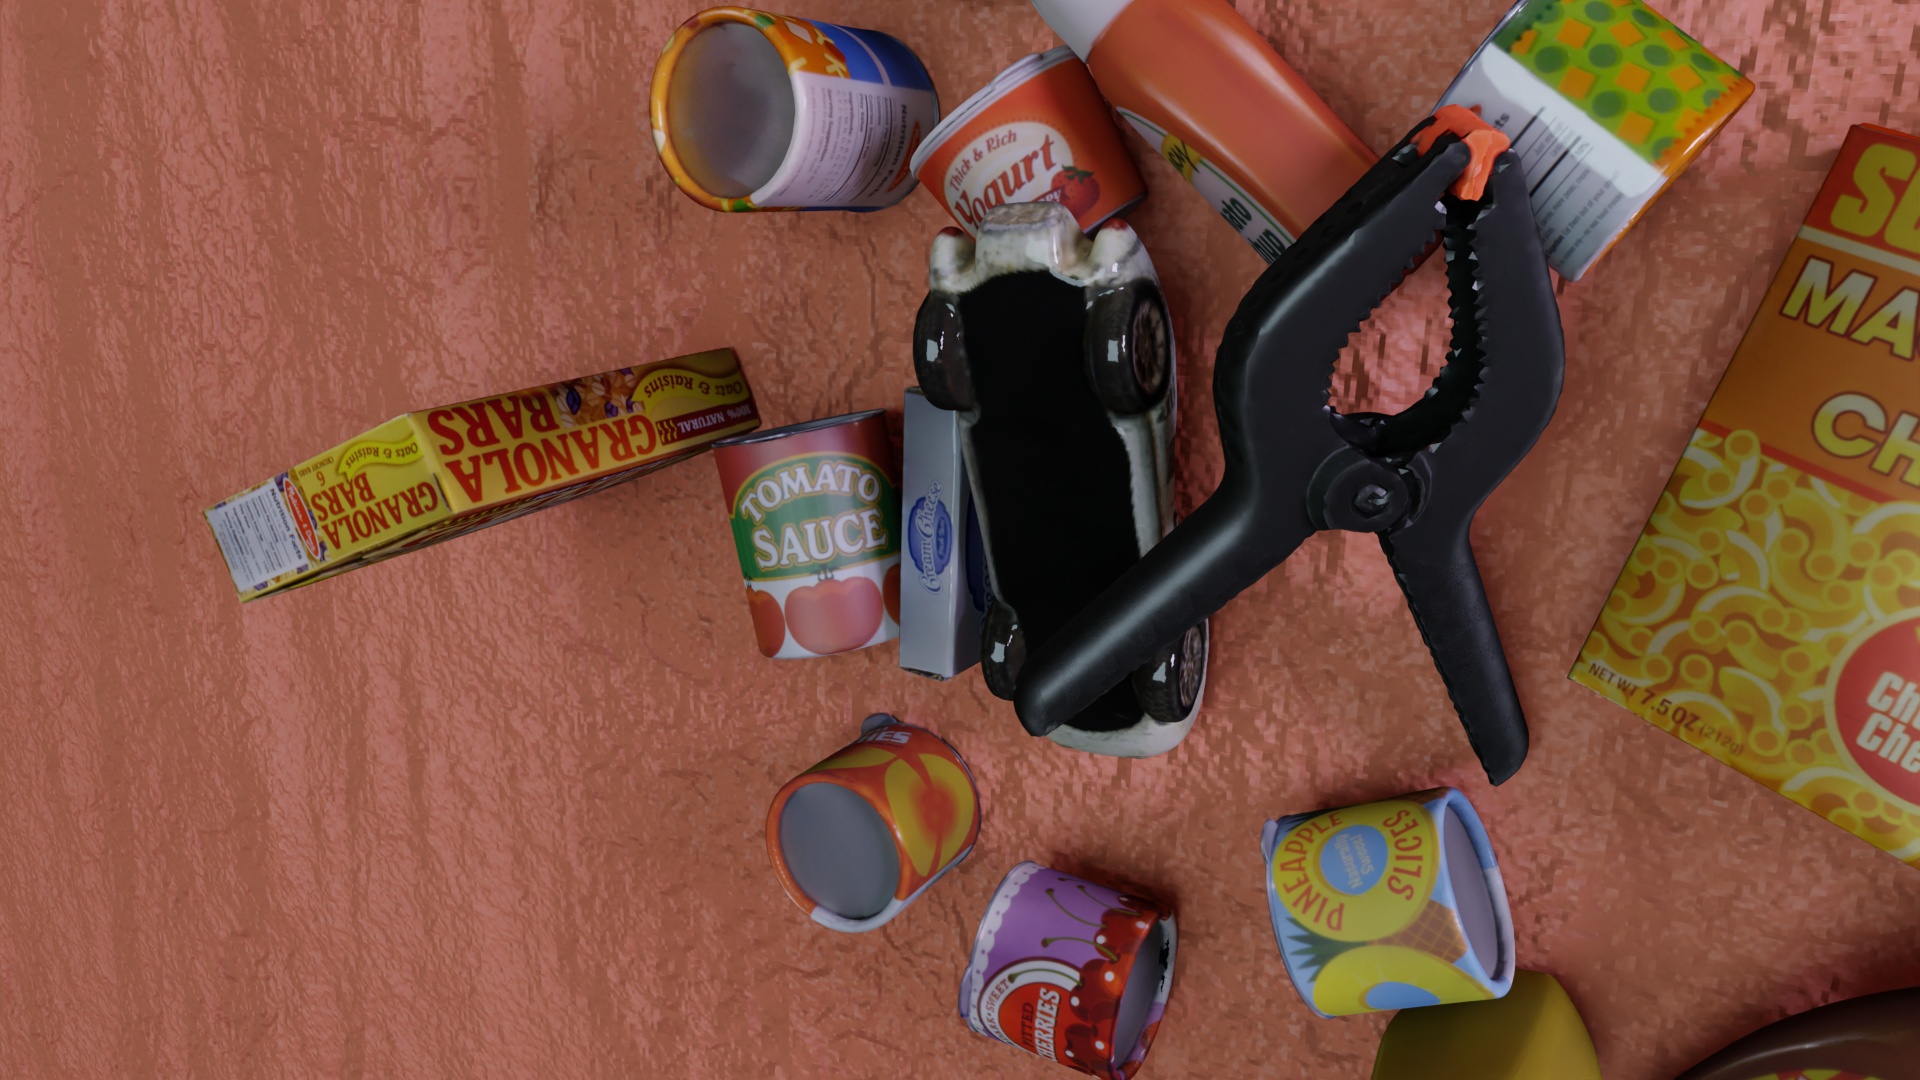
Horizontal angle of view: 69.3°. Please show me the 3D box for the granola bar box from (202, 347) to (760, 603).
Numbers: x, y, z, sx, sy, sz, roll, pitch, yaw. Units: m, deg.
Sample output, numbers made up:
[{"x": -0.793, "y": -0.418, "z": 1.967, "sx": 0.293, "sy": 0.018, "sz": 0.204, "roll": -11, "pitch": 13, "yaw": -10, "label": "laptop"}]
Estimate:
[{"x": -0.175, "y": -0.028, "z": 0.533, "sx": 0.124, "sy": 0.166, "sz": 0.039, "roll": -17, "pitch": 96, "yaw": 31, "label": "granola bar box"}]

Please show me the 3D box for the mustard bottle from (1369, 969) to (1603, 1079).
[{"x": 0.146, "y": 0.183, "z": 0.404, "sx": 0.065, "sy": 0.161, "sz": 0.049, "roll": -24, "pitch": 91, "yaw": 33, "label": "mustard bottle"}]

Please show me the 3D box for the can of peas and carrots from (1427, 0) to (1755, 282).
[{"x": 0.170, "y": -0.115, "z": 0.379, "sx": 0.059, "sy": 0.071, "sz": 0.070, "roll": 44, "pitch": 119, "yaw": 13, "label": "can of peas and carrots"}]

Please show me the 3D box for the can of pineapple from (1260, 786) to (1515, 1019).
[{"x": 0.138, "y": 0.116, "z": 0.447, "sx": 0.057, "sy": 0.071, "sz": 0.071, "roll": -20, "pitch": 92, "yaw": 30, "label": "can of pineapple"}]

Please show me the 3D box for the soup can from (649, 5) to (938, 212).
[{"x": -0.059, "y": -0.150, "z": 0.487, "sx": 0.071, "sy": 0.084, "sz": 0.071, "roll": 7, "pitch": 105, "yaw": 28, "label": "soup can"}]

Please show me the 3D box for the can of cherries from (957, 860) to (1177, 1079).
[{"x": 0.041, "y": 0.160, "z": 0.510, "sx": 0.058, "sy": 0.072, "sz": 0.071, "roll": 13, "pitch": 108, "yaw": 26, "label": "can of cherries"}]

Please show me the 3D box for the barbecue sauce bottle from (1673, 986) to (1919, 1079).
[{"x": 0.255, "y": 0.154, "z": 0.379, "sx": 0.065, "sy": 0.044, "sz": 0.147, "roll": 55, "pitch": 141, "yaw": 28, "label": "barbecue sauce bottle"}]

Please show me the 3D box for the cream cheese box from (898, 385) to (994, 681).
[{"x": 0.002, "y": -0.006, "z": 0.504, "sx": 0.024, "sy": 0.053, "sz": 0.103, "roll": 10, "pitch": 106, "yaw": 30, "label": "cream cheese box"}]

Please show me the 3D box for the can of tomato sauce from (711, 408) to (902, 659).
[{"x": -0.053, "y": -0.003, "z": 0.525, "sx": 0.071, "sy": 0.071, "sz": 0.083, "roll": -7, "pitch": 99, "yaw": 30, "label": "can of tomato sauce"}]

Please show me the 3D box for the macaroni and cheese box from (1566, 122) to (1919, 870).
[{"x": 0.254, "y": -0.007, "z": 0.354, "sx": 0.124, "sy": 0.040, "sz": 0.165, "roll": 33, "pitch": 116, "yaw": 35, "label": "macaroni and cheese box"}]

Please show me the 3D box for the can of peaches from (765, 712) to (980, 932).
[{"x": -0.035, "y": 0.110, "z": 0.549, "sx": 0.071, "sy": 0.058, "sz": 0.071, "roll": 7, "pitch": 106, "yaw": 28, "label": "can of peaches"}]

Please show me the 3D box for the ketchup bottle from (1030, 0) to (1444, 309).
[{"x": 0.077, "y": -0.129, "z": 0.413, "sx": 0.043, "sy": 0.065, "sz": 0.149, "roll": -44, "pitch": 90, "yaw": 8, "label": "ketchup bottle"}]

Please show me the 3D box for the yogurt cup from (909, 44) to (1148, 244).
[{"x": 0.025, "y": -0.121, "z": 0.459, "sx": 0.072, "sy": 0.073, "sz": 0.054, "roll": -33, "pitch": 93, "yaw": 31, "label": "yogurt cup"}]
